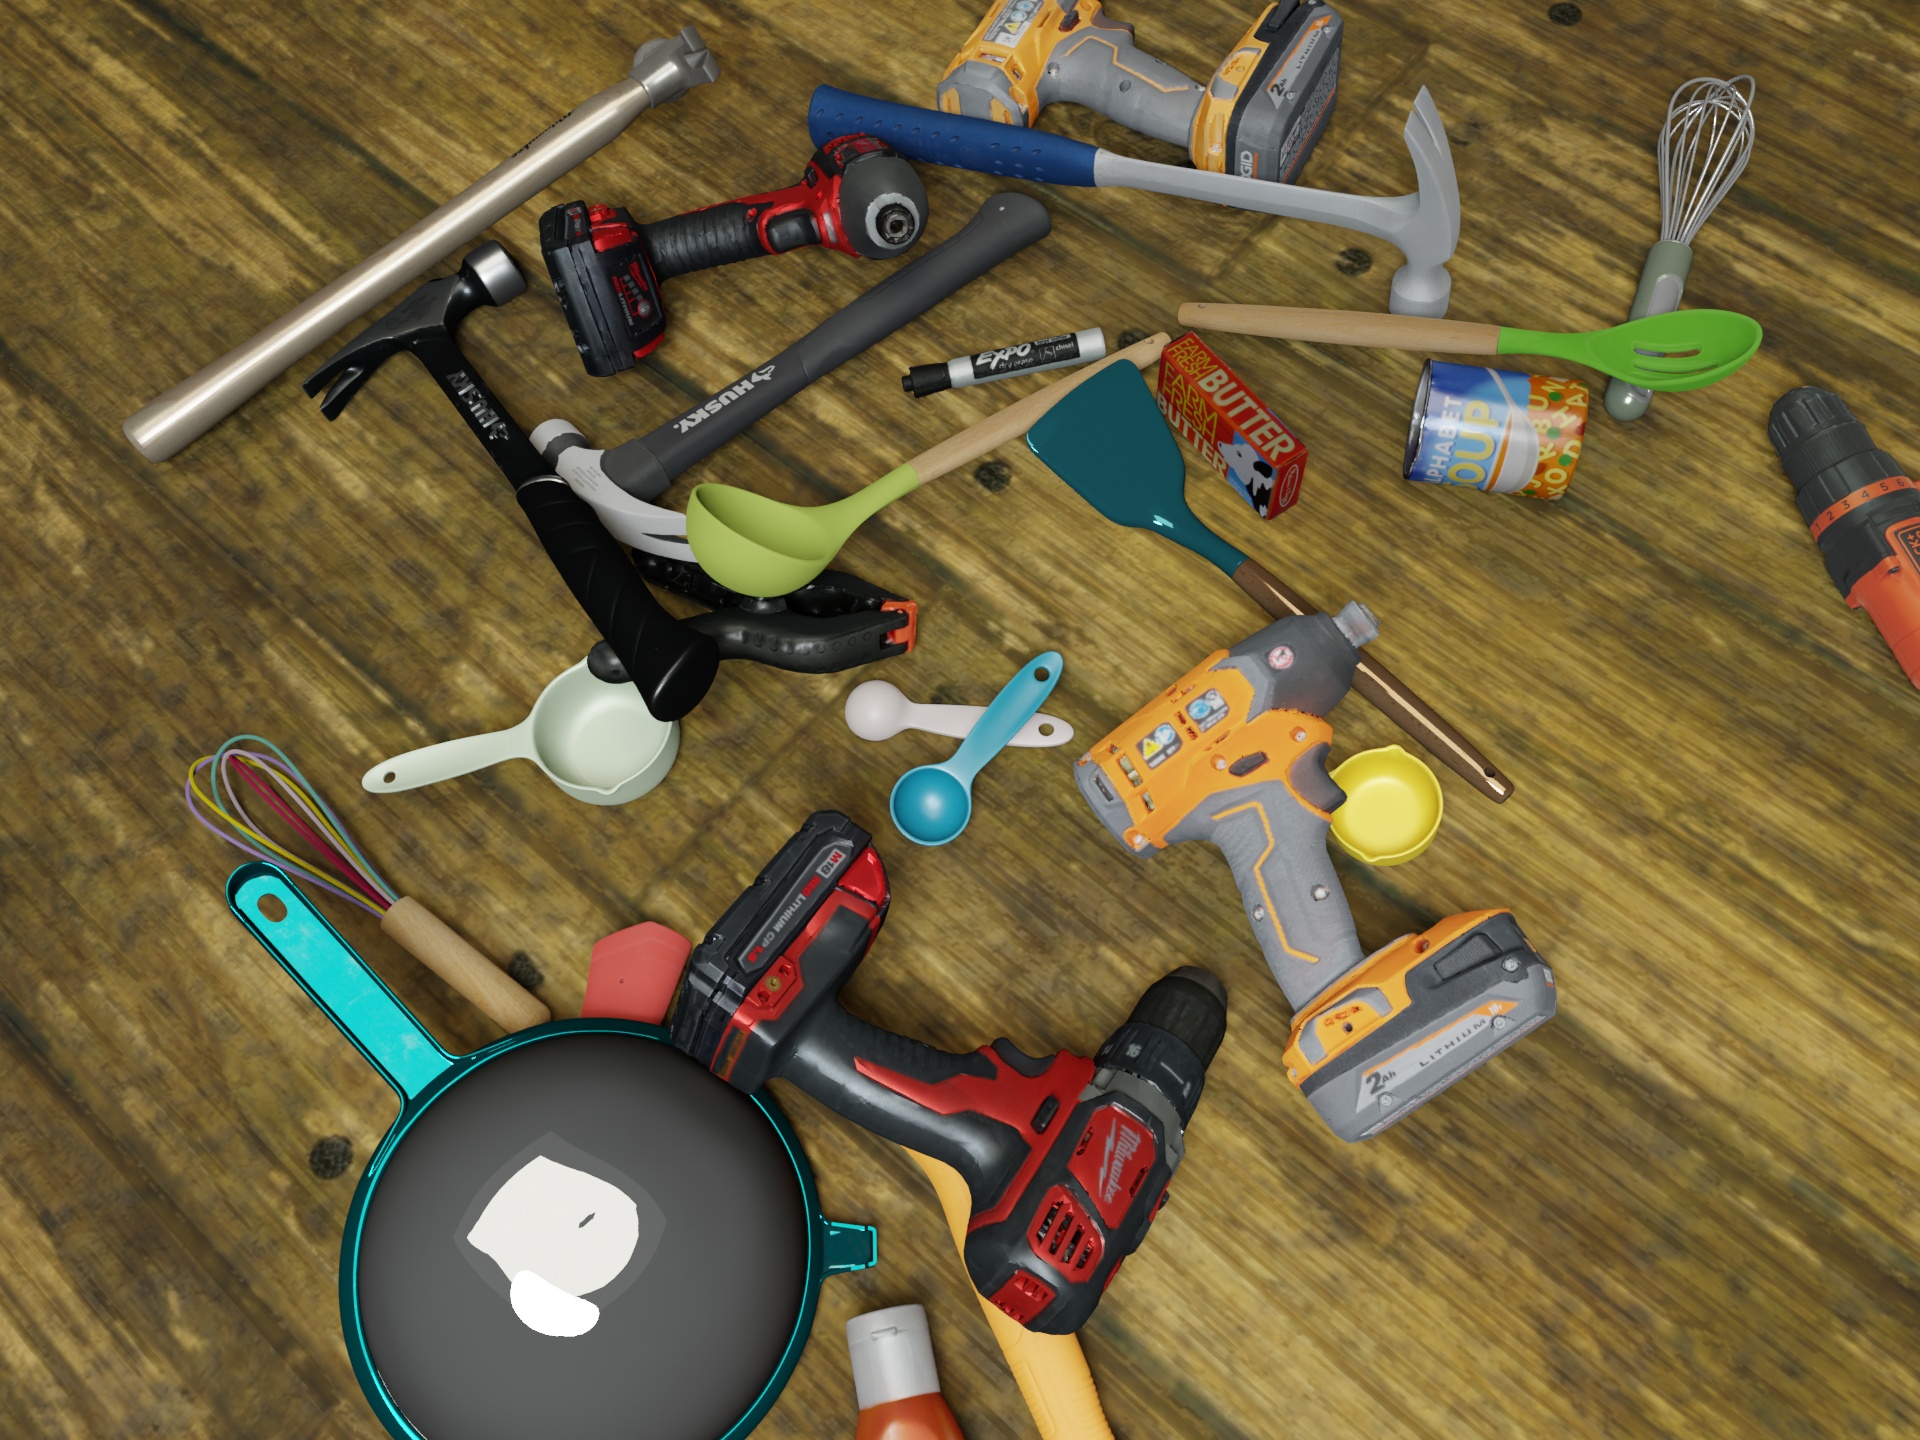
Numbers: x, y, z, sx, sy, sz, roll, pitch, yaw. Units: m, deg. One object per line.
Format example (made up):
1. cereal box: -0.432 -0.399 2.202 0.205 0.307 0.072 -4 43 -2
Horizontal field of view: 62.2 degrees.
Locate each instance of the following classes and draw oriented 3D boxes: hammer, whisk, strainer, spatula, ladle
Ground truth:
1. hammer: 0.092 -0.331 0.942 0.406 0.144 0.035 17 64 19
2. whisk: -0.303 0.084 0.820 0.245 0.047 0.051 35 84 14
3. strainer: -0.199 0.178 0.679 0.340 0.095 0.211 46 64 4
4. hammer: -0.239 -0.131 0.864 0.149 0.036 0.409 -35 52 -8
5. hammer: -0.319 -0.283 0.946 0.410 0.038 0.146 -37 26 -4
6. hammer: 0.055 0.299 0.692 0.127 0.034 0.337 -25 66 -6
7. whisk: 0.415 -0.277 0.923 0.057 0.059 0.246 27 72 -13
8. spatula: 0.169 -0.069 0.848 0.082 0.044 0.318 -40 69 -17
9. ladle: -0.006 -0.155 0.871 0.320 0.062 0.078 -31 54 -22
10. hammer: -0.198 0.265 0.728 0.149 0.036 0.359 16 68 12
11. hammer: -0.081 -0.212 0.928 0.335 0.035 0.146 -37 51 -15

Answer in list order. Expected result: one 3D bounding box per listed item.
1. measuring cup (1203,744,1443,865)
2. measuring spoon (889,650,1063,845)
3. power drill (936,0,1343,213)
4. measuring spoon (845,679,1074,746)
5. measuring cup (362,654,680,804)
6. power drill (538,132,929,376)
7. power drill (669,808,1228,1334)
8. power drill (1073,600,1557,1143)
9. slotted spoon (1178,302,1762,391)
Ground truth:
1. measuring cup: 0.167 0.037 0.814 0.156 0.029 0.062 11 72 23
2. measuring spoon: 0.011 0.014 0.832 0.042 0.021 0.128 39 75 5
3. power drill: 0.122 -0.420 0.998 0.226 0.084 0.185 21 67 19
4. measuring spoon: -0.001 -0.003 0.845 0.124 0.018 0.034 7 66 7
5. measuring cup: -0.230 0.019 0.845 0.167 0.038 0.083 -14 65 1
6. power drill: -0.127 -0.279 0.927 0.219 0.078 0.143 -19 33 -5
7. power drill: 0.005 0.139 0.721 0.227 0.080 0.188 34 51 7
8. power drill: 0.174 0.060 0.744 0.164 0.084 0.227 -39 65 14
9. slotted spoon: 0.277 -0.217 0.897 0.314 0.031 0.070 10 48 19
